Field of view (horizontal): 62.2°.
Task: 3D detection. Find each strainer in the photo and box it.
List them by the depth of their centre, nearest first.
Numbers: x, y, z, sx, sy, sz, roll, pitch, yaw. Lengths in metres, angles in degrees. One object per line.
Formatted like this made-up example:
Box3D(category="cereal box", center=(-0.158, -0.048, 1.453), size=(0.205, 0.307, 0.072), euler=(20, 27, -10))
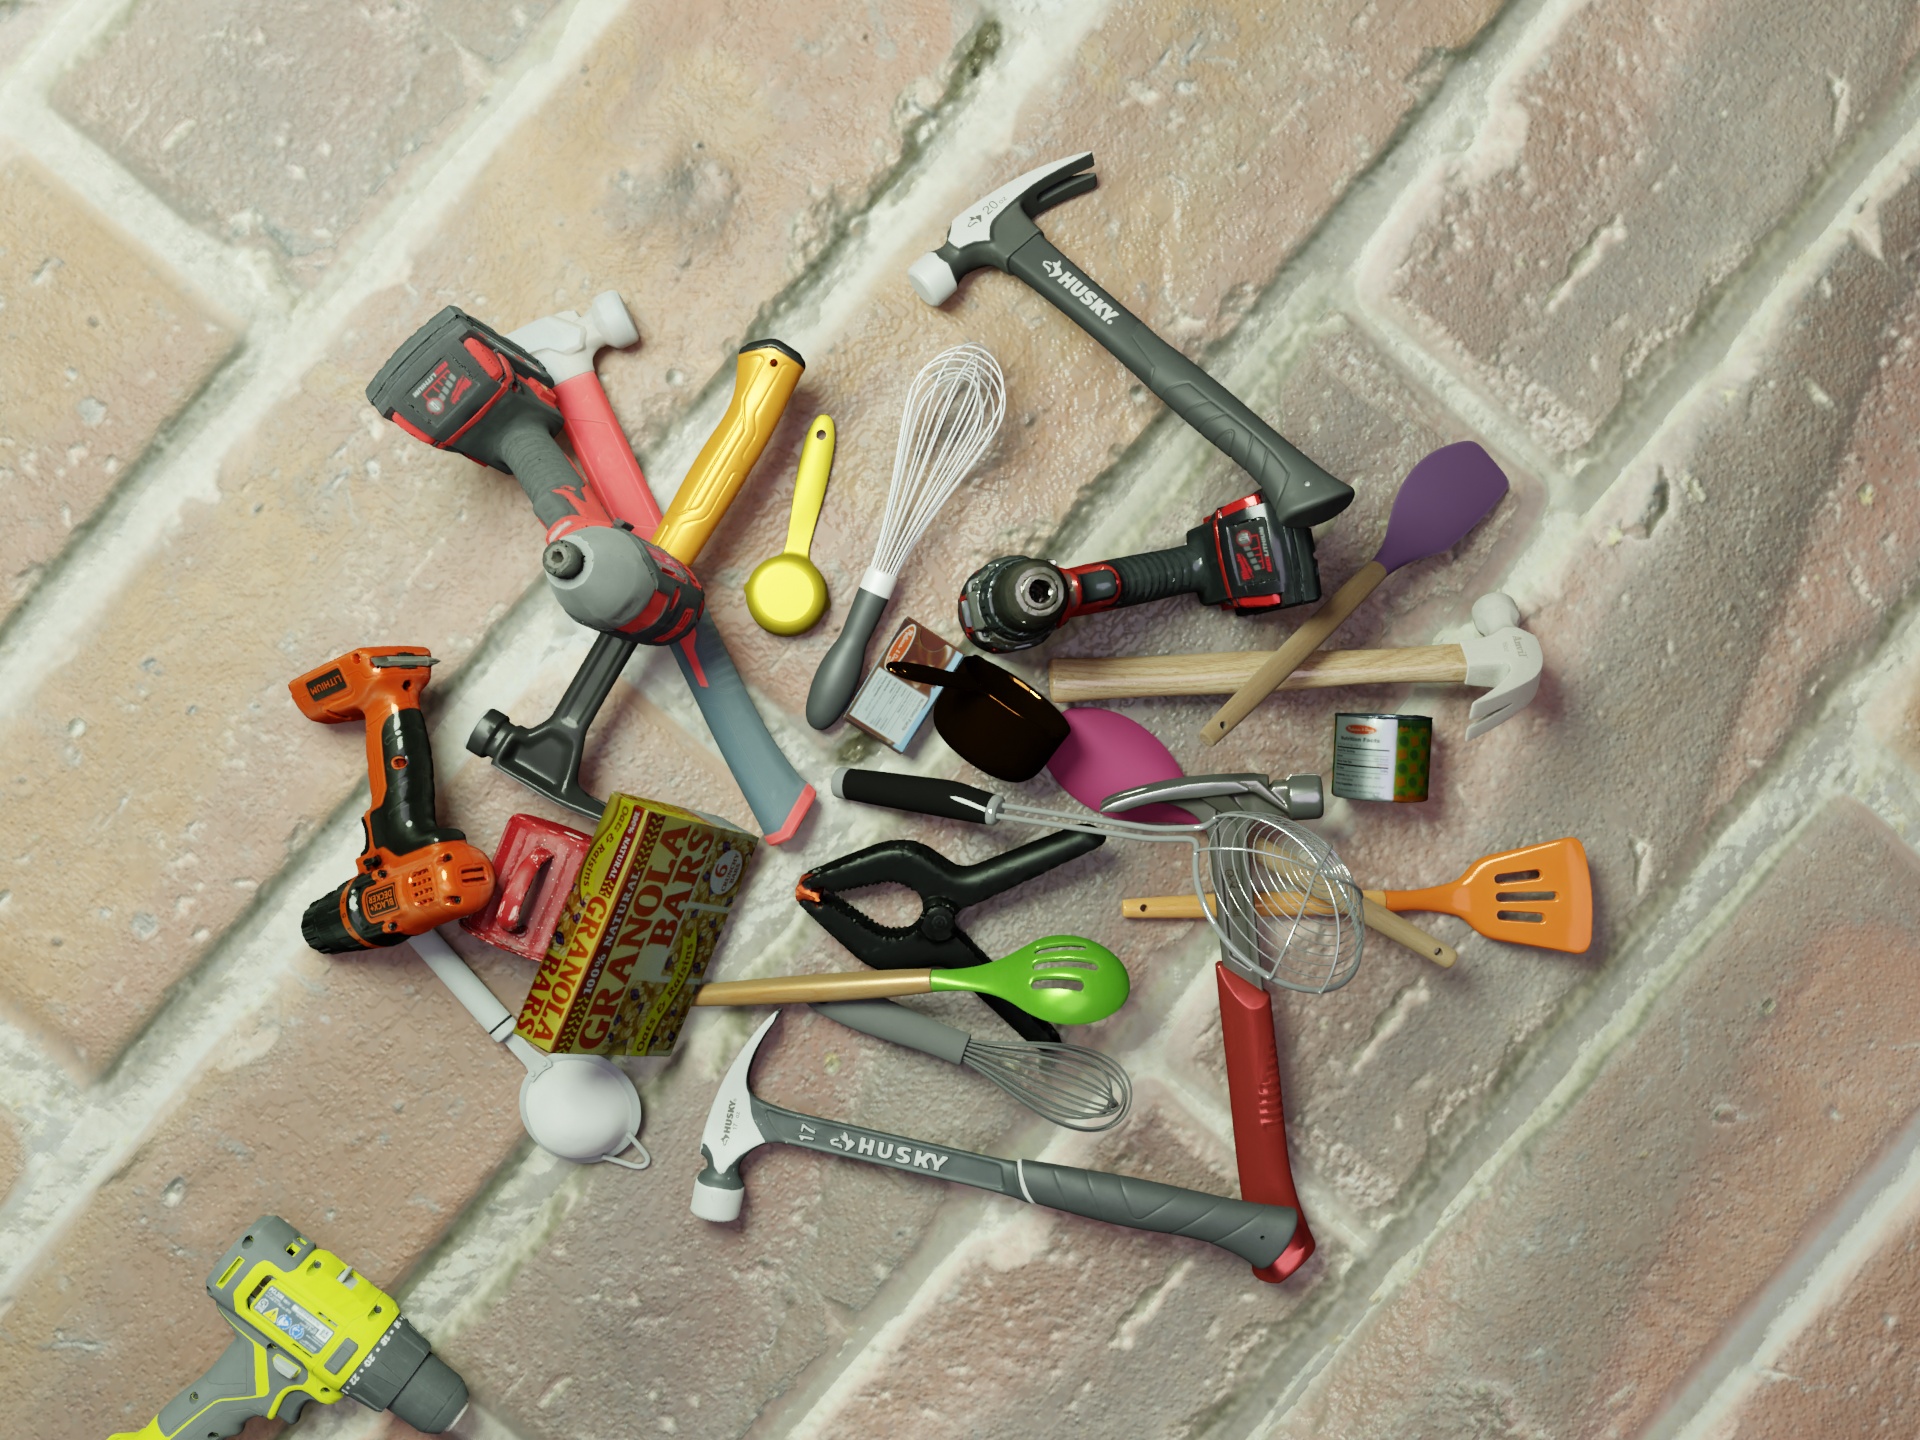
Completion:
Box3D(category="strainer", center=(-0.309, 0.219, 1.089), size=(0.087, 0.050, 0.258), euler=(-41, 90, 14))

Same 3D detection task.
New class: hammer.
Box3D(category="hammer", center=(0.124, -0.240, 1.028), size=(0.146, 0.035, 0.335), euler=(-42, 67, -6))
Box3D(category="hammer", center=(-0.190, -0.095, 1.046), size=(0.127, 0.034, 0.337), euler=(30, 92, -1))
Box3D(category="hammer", center=(-0.214, -0.087, 1.082), size=(0.143, 0.038, 0.386), euler=(-25, 93, -1))
Box3D(category="hammer", center=(0.226, -0.033, 1.085), size=(0.331, 0.130, 0.031), euler=(-3, 127, 5))
Box3D(category="hammer", center=(0.026, 0.306, 1.091), size=(0.409, 0.036, 0.149), euler=(11, 90, 3))
Box3D(category="hammer", center=(0.189, 0.215, 1.098), size=(0.149, 0.037, 0.359), euler=(-6, 99, 10))

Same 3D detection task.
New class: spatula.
Box3D(category="spatula", center=(0.265, -0.088, 1.074), size=(0.316, 0.018, 0.060), euler=(-43, 92, -20))
Box3D(category="spatula", center=(0.275, 0.127, 1.115), size=(0.322, 0.041, 0.081), euler=(-2, 85, -2))

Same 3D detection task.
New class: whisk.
Box3D(category="whisk", center=(-0.042, -0.123, 1.085), size=(0.070, 0.070, 0.284), euler=(24, 96, -4))
Box3D(category="whisk", center=(0.003, 0.222, 1.089), size=(0.239, 0.055, 0.055), euler=(18, 91, 9))

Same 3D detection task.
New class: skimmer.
Box3D(category="skimmer", center=(0.081, 0.092, 1.041), size=(0.363, 0.127, 0.090), euler=(8, 126, 25))

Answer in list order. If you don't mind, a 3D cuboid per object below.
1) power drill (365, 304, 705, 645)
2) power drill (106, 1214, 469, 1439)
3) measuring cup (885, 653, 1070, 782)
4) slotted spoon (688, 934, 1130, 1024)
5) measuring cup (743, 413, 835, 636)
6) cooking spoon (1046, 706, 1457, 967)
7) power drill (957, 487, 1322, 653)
Box3D(category="power drill", center=(-0.255, -0.141, 0.968), size=(0.078, 0.143, 0.220), euler=(-42, 75, 7))
Box3D(category="power drill", center=(-0.465, 0.477, 1.071), size=(0.190, 0.080, 0.228), euler=(39, 87, -3))
Box3D(category="measuring cup", center=(-0.002, -0.003, 1.040), size=(0.095, 0.173, 0.052), euler=(46, 111, 34))
Box3D(category="slotted spoon", center=(-0.044, 0.178, 1.071), size=(0.314, 0.070, 0.031), euler=(-5, 135, 13))
Box3D(category="measuring cup", center=(-0.109, -0.134, 1.089), size=(0.062, 0.029, 0.156), euler=(12, 93, -4))
Box3D(category="cooking spoon", center=(0.201, 0.085, 1.103), size=(0.319, 0.017, 0.069), euler=(30, 90, 5))
Box3D(category="power drill", center=(0.113, -0.092, 1.029), size=(0.226, 0.188, 0.080), euler=(-12, 91, -7))
